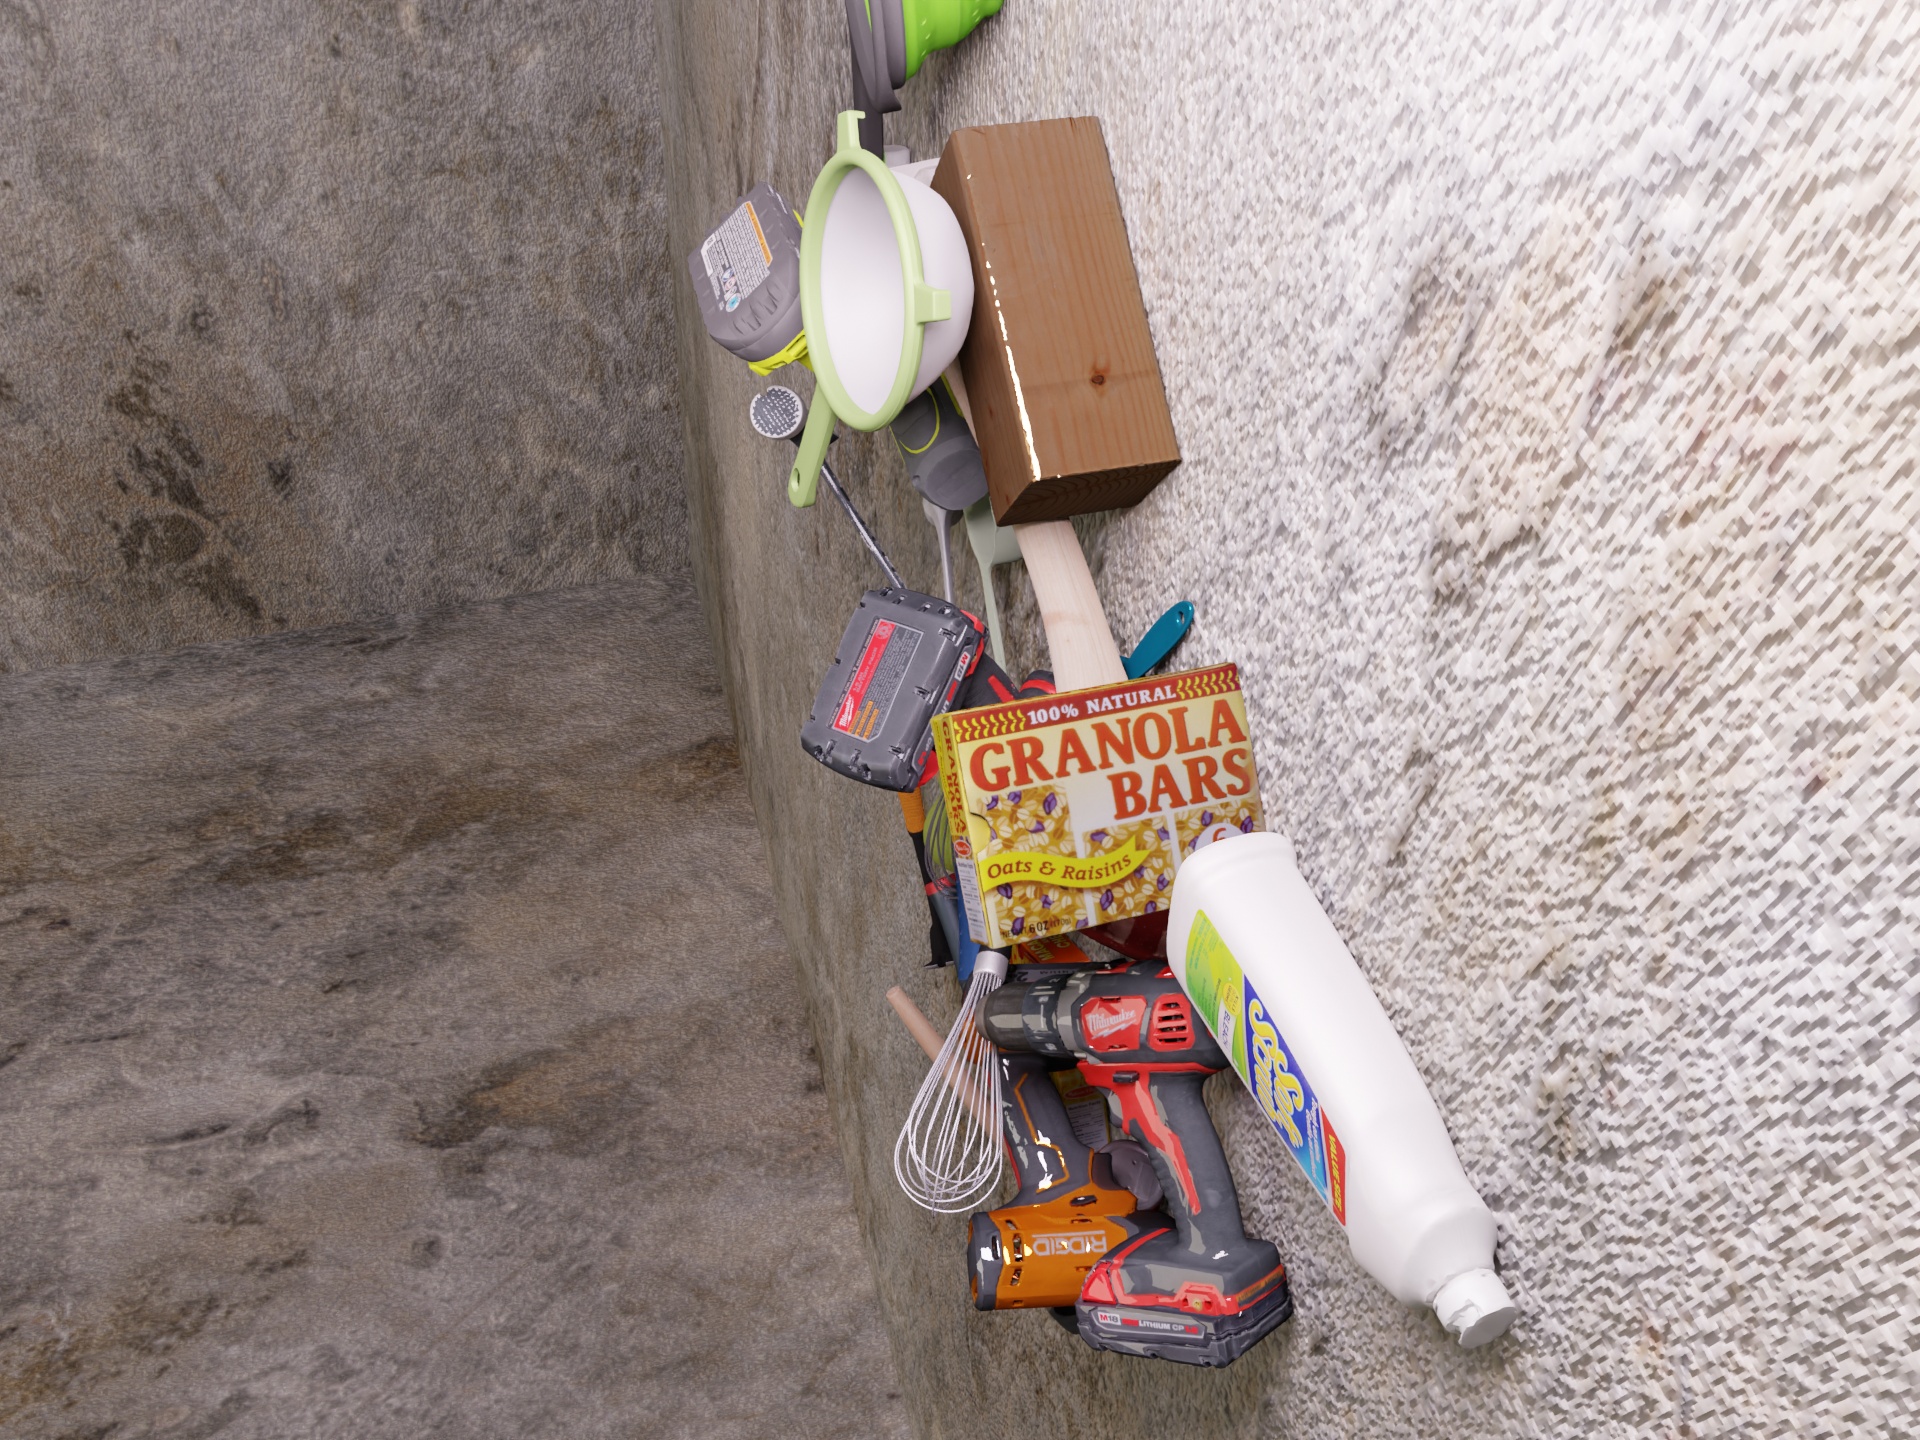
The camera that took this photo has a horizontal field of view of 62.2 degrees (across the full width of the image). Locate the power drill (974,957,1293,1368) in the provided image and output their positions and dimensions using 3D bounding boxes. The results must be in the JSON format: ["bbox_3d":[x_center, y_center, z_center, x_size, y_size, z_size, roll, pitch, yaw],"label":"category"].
[{"bbox_3d":[0.099,0.257,0.960,0.188,0.080,0.227,-11,89,42],"label":"power drill"}]

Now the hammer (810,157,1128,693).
[{"bbox_3d":[0.041,-0.162,0.974,0.038,0.146,0.411,128,124,-69],"label":"hammer"}]

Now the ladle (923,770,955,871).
[{"bbox_3d":[-0.013,0.057,1.470,0.320,0.078,0.062,-119,11,-71],"label":"ladle"}]

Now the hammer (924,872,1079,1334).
[{"bbox_3d":[0.037,0.283,1.250,0.143,0.038,0.387,58,-170,-47],"label":"hammer"}]

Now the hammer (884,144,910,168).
[{"bbox_3d":[-0.011,-0.329,1.207,0.335,0.035,0.146,-121,25,-55],"label":"hammer"}]

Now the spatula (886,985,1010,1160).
[{"bbox_3d":[0.034,0.334,1.270,0.315,0.018,0.060,55,-175,-15],"label":"spatula"}]

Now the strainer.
[{"bbox_3d":[-0.047,-0.212,0.930,0.152,0.069,0.256,67,153,25],"label":"strainer"}]

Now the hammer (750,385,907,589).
[{"bbox_3d":[-0.019,-0.055,1.138,0.409,0.036,0.149,58,-174,-2],"label":"hammer"}]

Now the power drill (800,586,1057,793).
[{"bbox_3d":[0.006,0.015,0.998,0.079,0.219,0.143,20,84,37],"label":"power drill"}]

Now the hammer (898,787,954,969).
[{"bbox_3d":[-0.051,0.078,1.575,0.127,0.034,0.337,-73,-29,-86],"label":"hammer"}]

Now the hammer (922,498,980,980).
[{"bbox_3d":[-0.002,-0.004,1.233,0.144,0.035,0.406,70,-165,-81],"label":"hammer"}]

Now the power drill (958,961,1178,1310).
[{"bbox_3d":[0.081,0.283,1.087,0.084,0.164,0.227,99,169,-55],"label":"power drill"}]

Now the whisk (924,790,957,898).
[{"bbox_3d":[0.000,0.035,1.321,0.055,0.055,0.239,106,167,-61],"label":"whisk"}]

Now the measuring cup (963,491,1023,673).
[{"bbox_3d":[0.036,-0.110,1.177,0.083,0.038,0.167,-136,35,-67],"label":"measuring cup"}]

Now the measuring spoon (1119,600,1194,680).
[{"bbox_3d":[0.118,-0.038,0.952,0.128,0.021,0.042,126,134,-59],"label":"measuring spoon"}]

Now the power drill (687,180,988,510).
[{"bbox_3d":[-0.075,-0.262,1.097,0.228,0.080,0.191,31,-152,-43],"label":"power drill"}]

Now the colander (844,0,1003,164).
[{"bbox_3d":[-0.029,-0.478,1.069,0.397,0.094,0.204,100,158,-80],"label":"colander"}]

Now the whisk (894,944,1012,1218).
[{"bbox_3d":[0.014,0.195,1.064,0.070,0.070,0.285,98,-174,-53],"label":"whisk"}]
